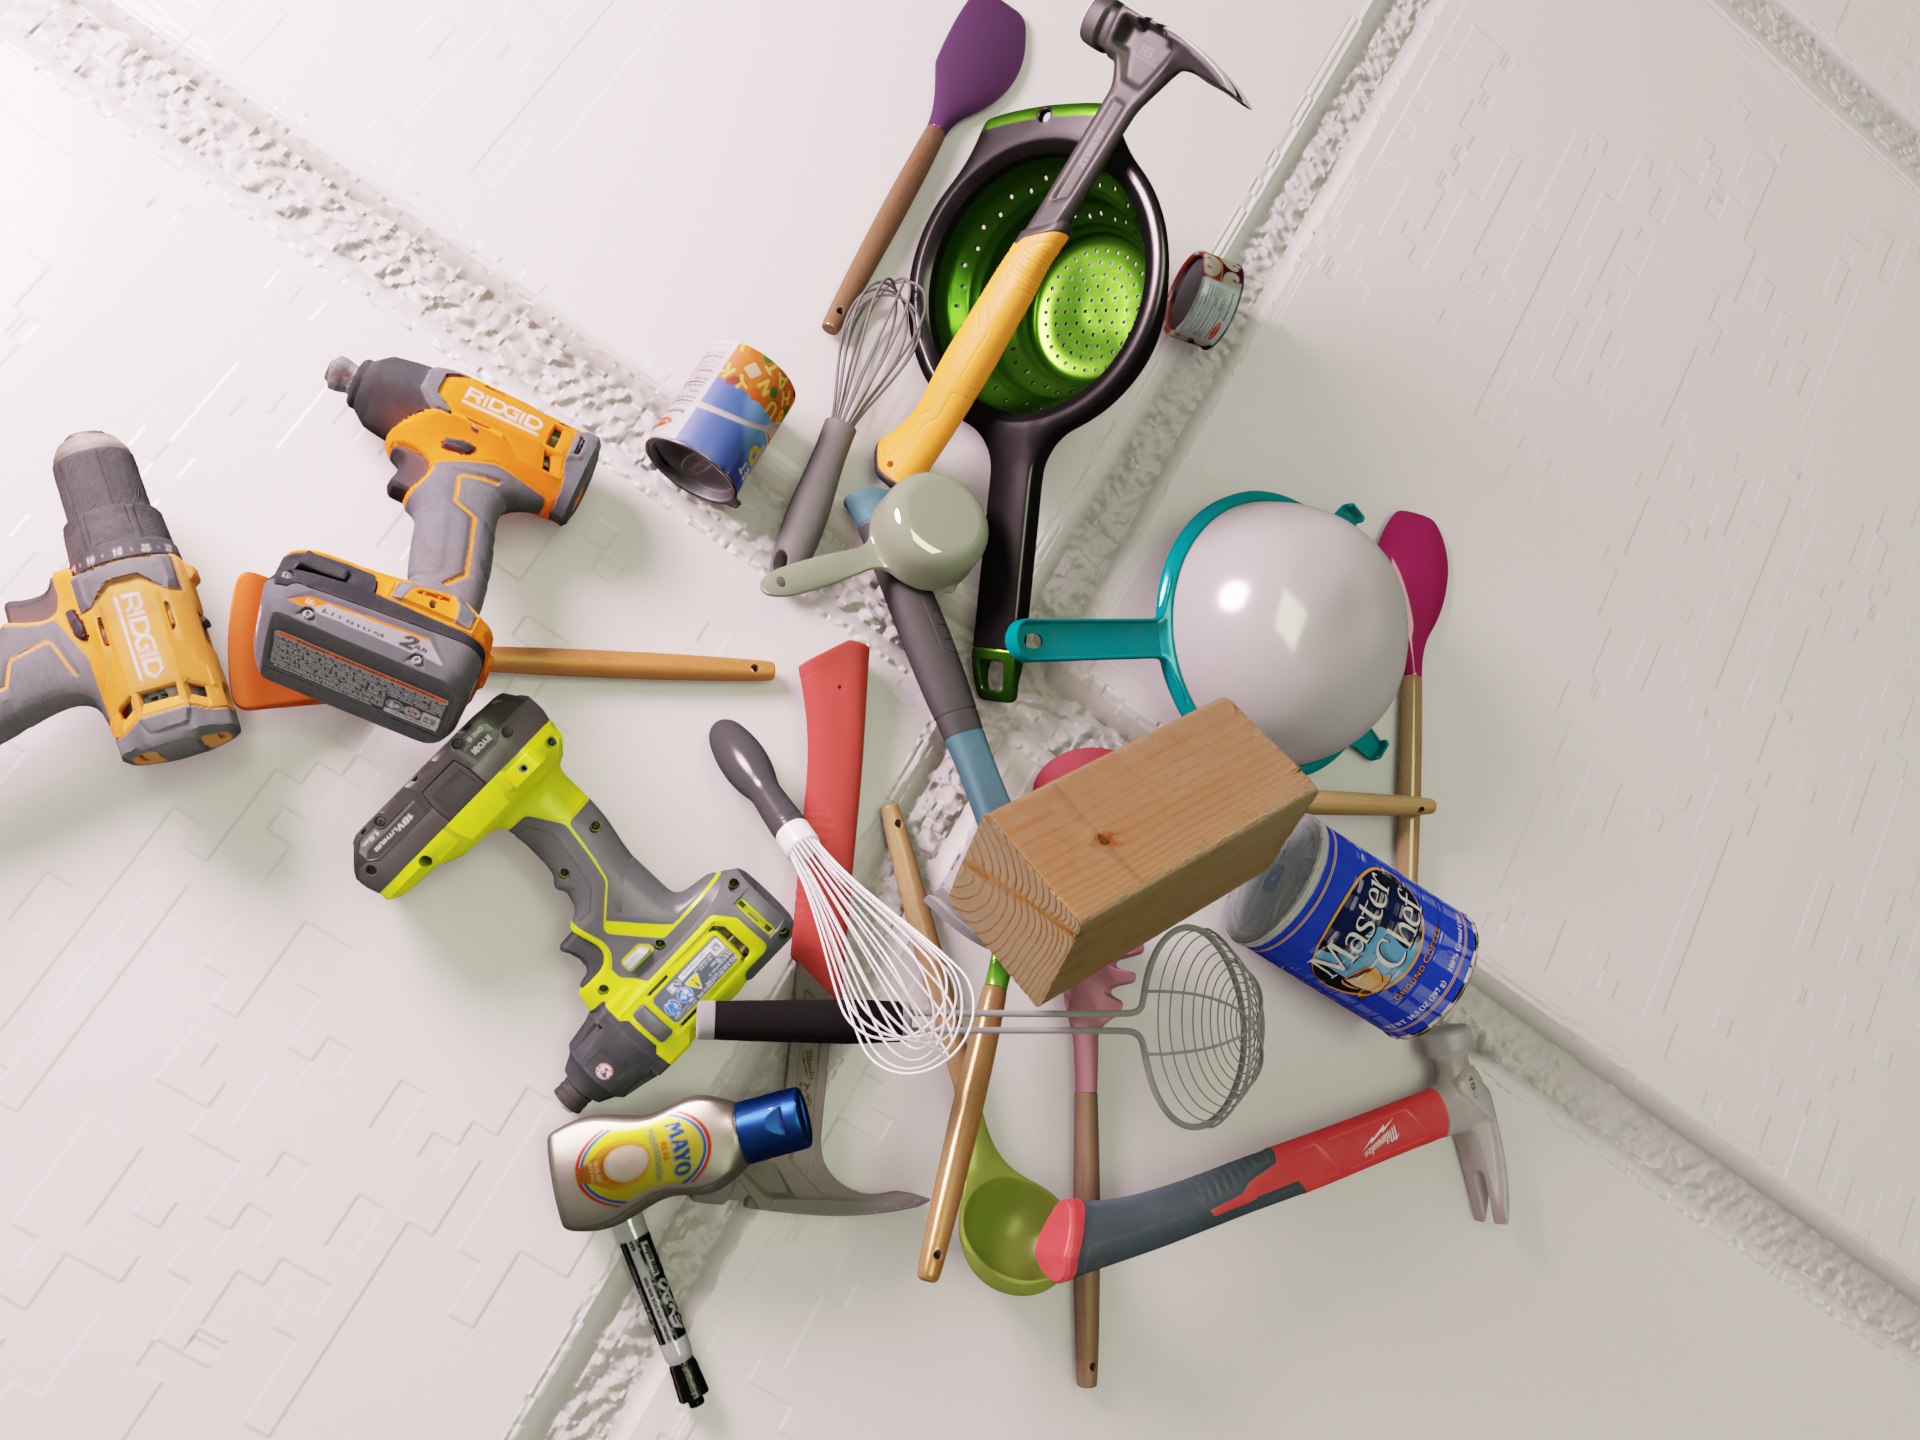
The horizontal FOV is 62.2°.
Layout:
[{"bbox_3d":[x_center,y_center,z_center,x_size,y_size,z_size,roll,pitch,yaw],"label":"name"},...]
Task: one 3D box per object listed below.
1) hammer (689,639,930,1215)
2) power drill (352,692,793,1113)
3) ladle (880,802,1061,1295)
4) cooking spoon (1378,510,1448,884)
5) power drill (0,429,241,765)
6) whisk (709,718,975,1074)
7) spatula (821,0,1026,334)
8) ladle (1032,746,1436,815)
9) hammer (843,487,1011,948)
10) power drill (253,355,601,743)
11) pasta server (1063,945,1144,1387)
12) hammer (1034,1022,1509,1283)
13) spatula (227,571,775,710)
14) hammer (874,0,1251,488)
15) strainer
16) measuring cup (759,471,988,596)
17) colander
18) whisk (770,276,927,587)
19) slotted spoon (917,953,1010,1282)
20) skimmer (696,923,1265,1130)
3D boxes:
[{"bbox_3d":[-0.079,0.127,1.011,0.149,0.037,0.359,9,77,-19],"label":"hammer"},{"bbox_3d":[-0.233,0.108,0.928,0.223,0.080,0.171,45,87,-10],"label":"power drill"},{"bbox_3d":[0.002,0.205,1.018,0.078,0.062,0.320,-11,81,-34],"label":"ladle"},{"bbox_3d":[0.342,-0.008,1.206,0.068,0.017,0.319,10,76,-20],"label":"cooking spoon"},{"bbox_3d":[-0.522,-0.046,0.843,0.226,0.084,0.185,-18,85,-17],"label":"power drill"},{"bbox_3d":[-0.080,0.092,0.940,0.070,0.070,0.285,-22,52,-23],"label":"whisk"},{"bbox_3d":[-0.026,-0.402,1.142,0.059,0.018,0.316,30,70,-14],"label":"spatula"},{"bbox_3d":[0.202,0.057,1.122,0.315,0.031,0.069,3,114,-20],"label":"ladle"},{"bbox_3d":[-0.002,-0.003,1.039,0.128,0.033,0.331,-14,75,-29],"label":"hammer"},{"bbox_3d":[-0.319,-0.114,0.919,0.164,0.084,0.227,24,51,-14],"label":"power drill"},{"bbox_3d":[0.087,0.273,1.046,0.060,0.040,0.316,6,79,-29],"label":"pasta server"},{"bbox_3d":[0.218,0.314,1.054,0.386,0.038,0.143,-9,84,-32],"label":"hammer"},{"bbox_3d":[-0.268,-0.038,0.969,0.322,0.041,0.081,2,79,-21],"label":"spatula"},{"bbox_3d":[0.047,-0.288,1.028,0.127,0.336,0.034,44,22,28],"label":"hammer"},{"bbox_3d":[0.193,-0.063,1.085,0.340,0.095,0.211,-3,86,-33],"label":"strainer"},{"bbox_3d":[-0.052,-0.113,1.018,0.167,0.038,0.083,-22,79,-34],"label":"measuring cup"},{"bbox_3d":[0.063,-0.210,1.098,0.094,0.205,0.397,1,96,-55],"label":"colander"},{"bbox_3d":[-0.078,-0.196,1.069,0.055,0.055,0.239,23,77,-15],"label":"whisk"},{"bbox_3d":[0.018,0.194,0.999,0.070,0.031,0.314,24,59,-15],"label":"slotted spoon"},{"bbox_3d":[0.021,0.186,0.972,0.363,0.090,0.127,3,78,-11],"label":"skimmer"}]
